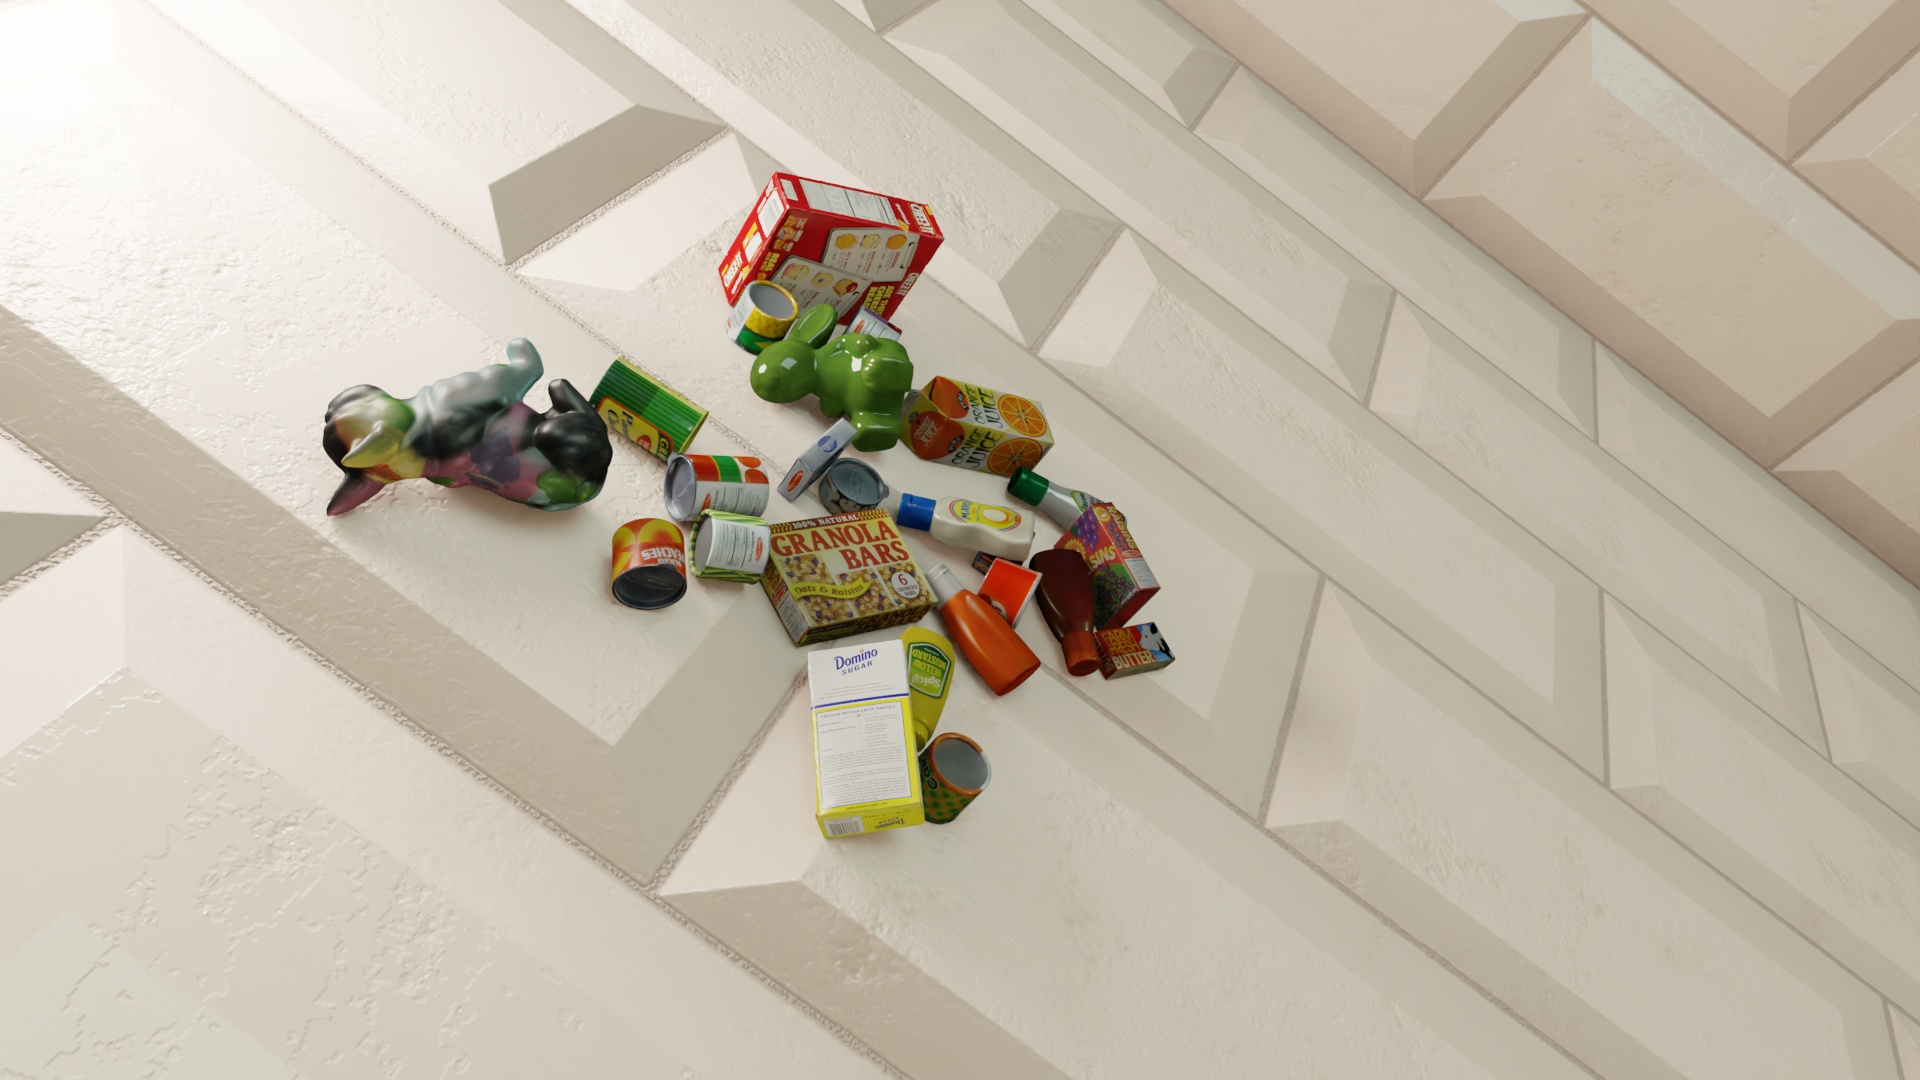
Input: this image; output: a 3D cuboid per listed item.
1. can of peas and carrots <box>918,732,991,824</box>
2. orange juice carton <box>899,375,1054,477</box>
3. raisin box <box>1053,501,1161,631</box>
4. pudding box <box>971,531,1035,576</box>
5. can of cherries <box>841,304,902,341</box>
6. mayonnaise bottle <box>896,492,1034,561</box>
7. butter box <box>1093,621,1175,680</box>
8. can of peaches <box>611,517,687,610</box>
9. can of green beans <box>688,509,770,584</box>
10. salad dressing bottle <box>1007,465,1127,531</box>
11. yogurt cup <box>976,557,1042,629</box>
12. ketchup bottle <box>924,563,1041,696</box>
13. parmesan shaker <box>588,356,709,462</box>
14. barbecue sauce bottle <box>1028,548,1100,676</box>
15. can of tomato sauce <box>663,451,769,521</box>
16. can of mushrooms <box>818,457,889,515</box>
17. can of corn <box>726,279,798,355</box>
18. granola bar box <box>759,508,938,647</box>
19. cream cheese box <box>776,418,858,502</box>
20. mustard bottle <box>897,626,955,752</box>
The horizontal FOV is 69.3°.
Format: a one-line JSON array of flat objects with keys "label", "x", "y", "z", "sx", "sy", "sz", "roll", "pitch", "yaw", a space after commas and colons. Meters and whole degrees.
[{"label": "can of peas and carrots", "x": -0.015, "y": 0.219, "z": 1.288, "sx": 0.071, "sy": 0.058, "sz": 0.071, "roll": 22, "pitch": 41, "yaw": -21}, {"label": "orange juice carton", "x": 0.008, "y": -0.135, "z": 1.638, "sx": 0.193, "sy": 0.071, "sz": 0.073, "roll": 10, "pitch": 46, "yaw": -31}, {"label": "raisin box", "x": 0.167, "y": 0.030, "z": 1.592, "sx": 0.040, "sy": 0.085, "sz": 0.124, "roll": -3, "pitch": 55, "yaw": -38}, {"label": "pudding box", "x": 0.048, "y": 0.010, "z": 1.562, "sx": 0.049, "sy": 0.030, "sz": 0.084, "roll": 33, "pitch": 39, "yaw": -5}, {"label": "can of cherries", "x": -0.110, "y": -0.238, "z": 1.651, "sx": 0.058, "sy": 0.071, "sz": 0.072, "roll": 31, "pitch": 39, "yaw": -10}, {"label": "mayonnaise bottle", "x": 0.005, "y": -0.019, "z": 1.516, "sx": 0.148, "sy": 0.041, "sz": 0.065, "roll": 12, "pitch": 39, "yaw": -3}, {"label": "butter box", "x": 0.192, "y": 0.124, "z": 1.569, "sx": 0.104, "sy": 0.024, "sz": 0.053, "roll": -5, "pitch": 57, "yaw": -41}, {"label": "can of peaches", "x": -0.282, "y": 0.020, "z": 1.263, "sx": 0.071, "sy": 0.071, "sz": 0.058, "roll": 13, "pitch": 44, "yaw": -29}, {"label": "can of green beans", "x": -0.221, "y": 0.006, "z": 1.327, "sx": 0.058, "sy": 0.071, "sz": 0.071, "roll": 10, "pitch": 47, "yaw": -31}, {"label": "salad dressing bottle", "x": 0.127, "y": -0.040, "z": 1.662, "sx": 0.147, "sy": 0.043, "sz": 0.064, "roll": 27, "pitch": 38, "yaw": -15}, {"label": "yogurt cup", "x": 0.050, "y": 0.054, "z": 1.494, "sx": 0.054, "sy": 0.072, "sz": 0.073, "roll": 27, "pitch": 39, "yaw": 5}, {"label": "ketchup bottle", "x": 0.016, "y": 0.090, "z": 1.449, "sx": 0.149, "sy": 0.043, "sz": 0.065, "roll": 49, "pitch": 39, "yaw": 13}, {"label": "parmesan shaker", "x": -0.313, "y": -0.128, "z": 1.388, "sx": 0.103, "sy": 0.071, "sz": 0.072, "roll": 32, "pitch": 39, "yaw": -7}, {"label": "barbecue sauce bottle", "x": 0.120, "y": 0.079, "z": 1.540, "sx": 0.065, "sy": 0.043, "sz": 0.149, "roll": -1, "pitch": 52, "yaw": -15}, {"label": "can of tomato sauce", "x": -0.241, "y": -0.053, "z": 1.369, "sx": 0.083, "sy": 0.071, "sz": 0.071, "roll": 0, "pitch": 53, "yaw": -39}, {"label": "can of mushrooms", "x": -0.115, "y": -0.053, "z": 1.493, "sx": 0.071, "sy": 0.033, "sz": 0.071, "roll": 22, "pitch": 41, "yaw": -20}, {"label": "can of corn", "x": -0.223, "y": -0.253, "z": 1.582, "sx": 0.071, "sy": 0.058, "sz": 0.071, "roll": 21, "pitch": 42, "yaw": -21}, {"label": "granola bar box", "x": -0.120, "y": 0.035, "z": 1.400, "sx": 0.166, "sy": 0.039, "sz": 0.124, "roll": -9, "pitch": 60, "yaw": -43}, {"label": "cream cheese box", "x": -0.152, "y": -0.086, "z": 1.480, "sx": 0.024, "sy": 0.053, "sz": 0.104, "roll": 41, "pitch": 39, "yaw": -1}, {"label": "mustard bottle", "x": -0.044, "y": 0.155, "z": 1.334, "sx": 0.065, "sy": 0.048, "sz": 0.161, "roll": 24, "pitch": 41, "yaw": -13}]
